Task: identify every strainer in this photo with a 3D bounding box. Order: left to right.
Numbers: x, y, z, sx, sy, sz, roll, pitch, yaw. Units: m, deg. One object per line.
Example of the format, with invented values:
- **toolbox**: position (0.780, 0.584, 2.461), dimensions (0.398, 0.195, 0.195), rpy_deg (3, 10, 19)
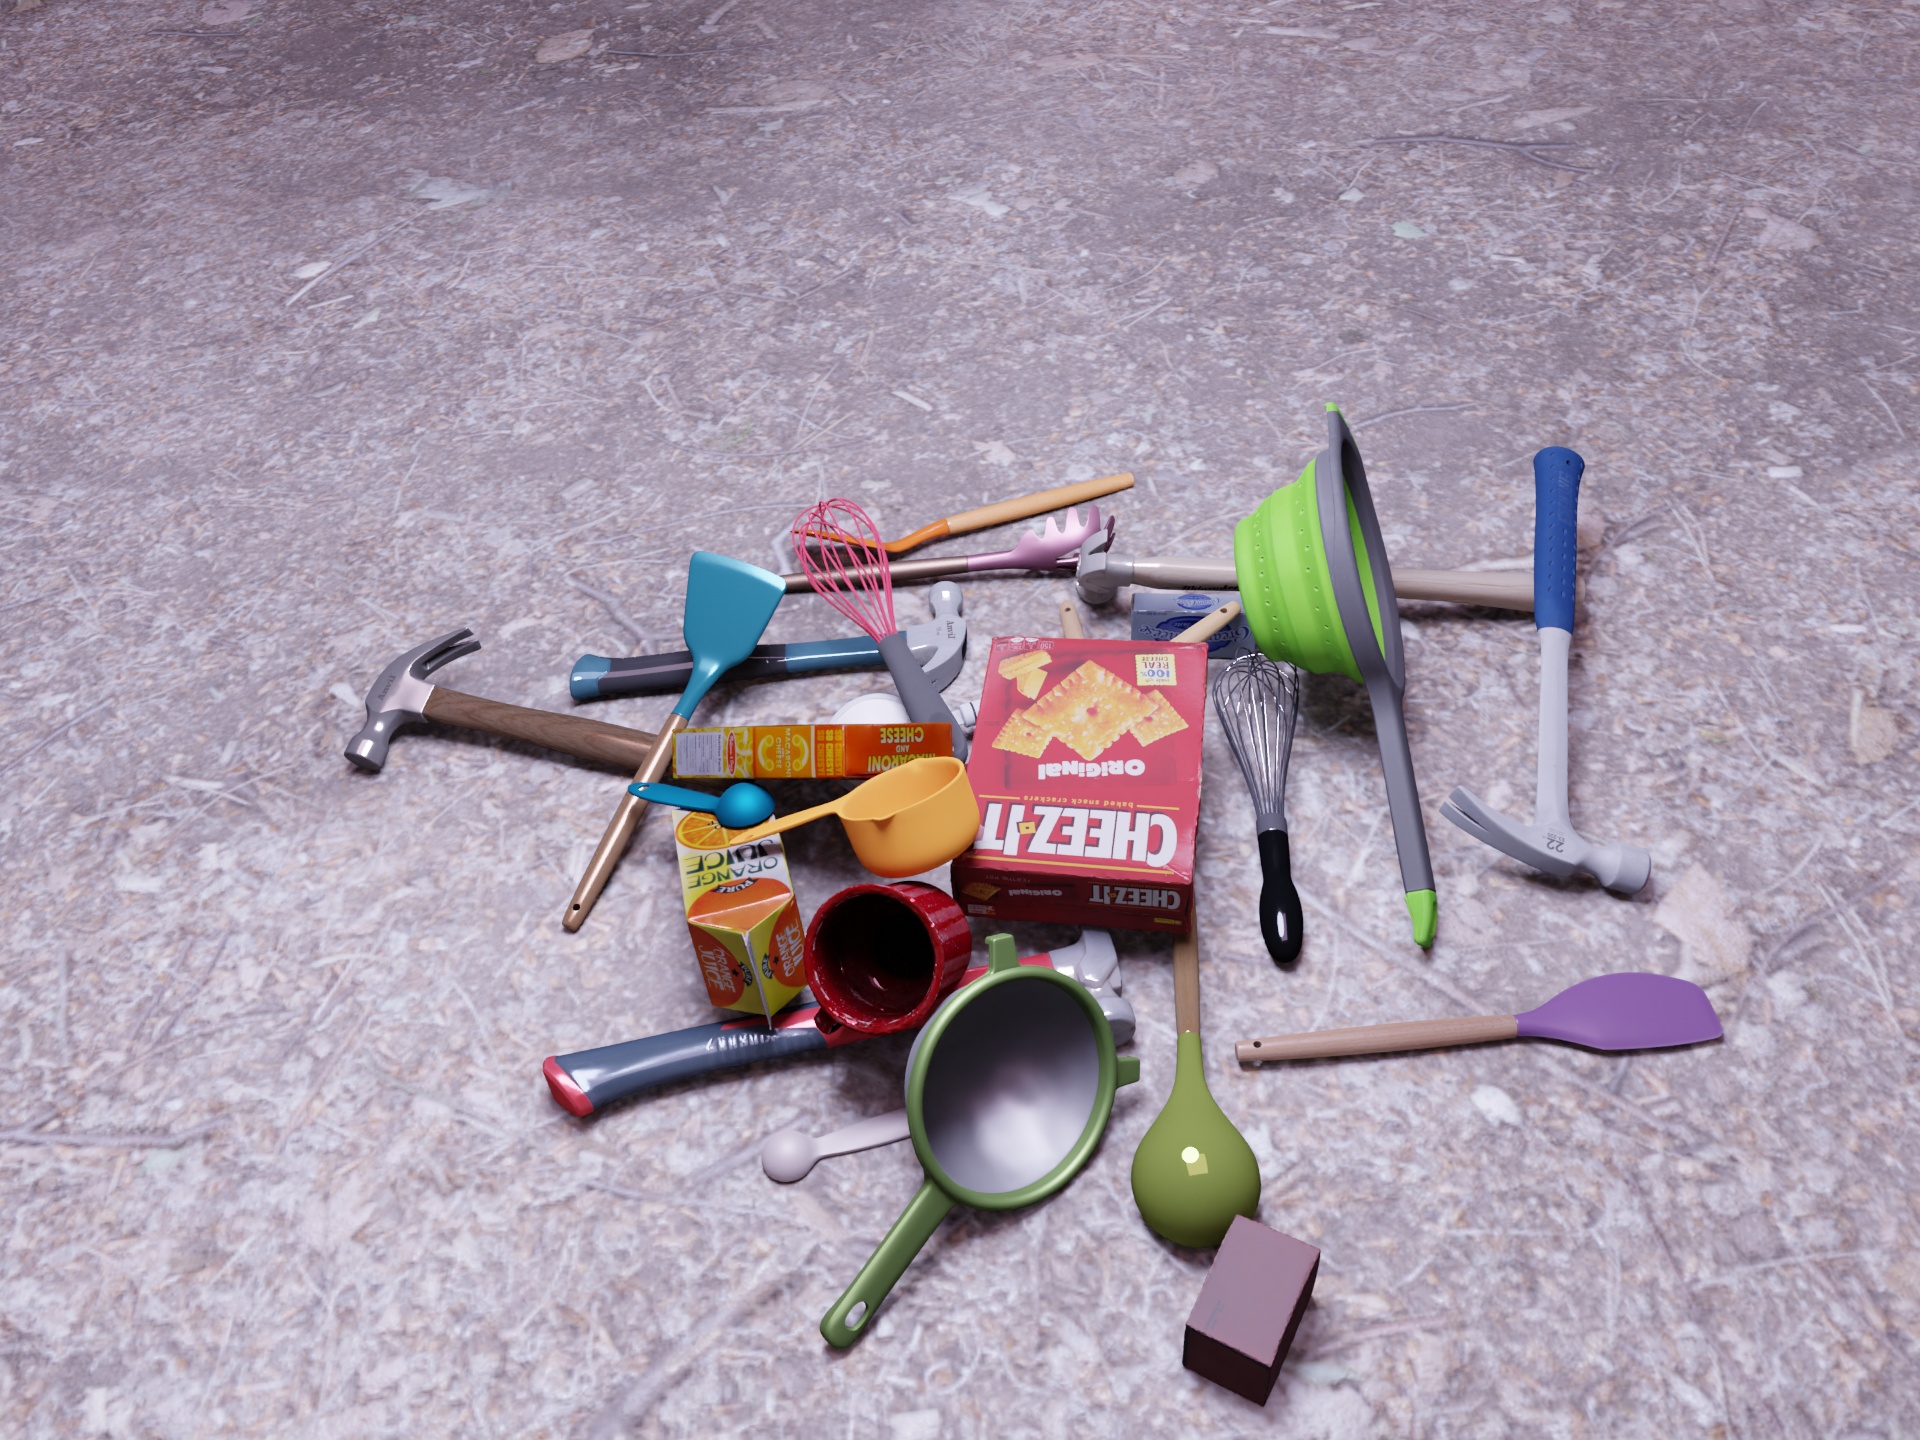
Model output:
- **strainer**: position (-0.012, 0.261, 0.975), dimensions (0.256, 0.151, 0.069), rpy_deg (-52, 27, -16)
- **strainer**: position (-0.002, -0.004, 1.247), dimensions (0.258, 0.050, 0.087), rpy_deg (-17, 68, -9)

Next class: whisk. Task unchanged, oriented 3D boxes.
- **whisk**: position (-0.061, -0.074, 1.252), dimensions (0.073, 0.073, 0.296), rpy_deg (-19, 55, -14)
- **whisk**: position (0.228, 0.054, 1.173), dimensions (0.070, 0.070, 0.285), rpy_deg (-1, 50, 4)

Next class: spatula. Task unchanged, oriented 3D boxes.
- **spatula**: position (-0.229, 0.014, 1.213), dimensions (0.082, 0.044, 0.318), rpy_deg (19, 63, 8)
- **spatula**: position (0.008, -0.191, 1.441), dimensions (0.322, 0.041, 0.081), rpy_deg (-16, 11, -14)
- **spatula**: position (0.336, 0.200, 1.042), dimensions (0.316, 0.018, 0.060), rpy_deg (-6, 44, -2)

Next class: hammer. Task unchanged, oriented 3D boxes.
- **hammer**: position (-0.319, 0.007, 1.270), dimensions (0.331, 0.031, 0.130), rpy_deg (12, 64, 12)
- **hammer**: position (-0.158, -0.051, 1.326), dimensions (0.331, 0.033, 0.128), rpy_deg (-6, 44, 0)
- **hammer**: position (-0.086, 0.191, 1.076), dimensions (0.386, 0.038, 0.143), rpy_deg (-11, 44, -6)
- **hammer**: position (0.302, -0.116, 1.298), dimensions (0.410, 0.146, 0.038), rpy_deg (3, 85, 2)
- **hammer**: position (0.450, -0.060, 1.219), dimensions (0.144, 0.035, 0.406), rpy_deg (16, 55, 0)

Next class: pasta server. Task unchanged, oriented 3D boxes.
- **pasta server**: position (-0.020, -0.140, 1.397), dimensions (0.316, 0.060, 0.040), rpy_deg (-6, 53, 6)

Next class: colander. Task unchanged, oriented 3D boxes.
- **colander**: position (0.268, -0.028, 1.156), dimensions (0.094, 0.204, 0.397), rpy_deg (-13, 71, 22)

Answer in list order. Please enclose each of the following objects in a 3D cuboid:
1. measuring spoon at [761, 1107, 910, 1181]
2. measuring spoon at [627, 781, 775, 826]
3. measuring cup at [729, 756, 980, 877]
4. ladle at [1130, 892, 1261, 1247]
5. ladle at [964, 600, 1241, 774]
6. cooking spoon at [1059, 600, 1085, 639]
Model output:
- **measuring spoon**: position (-0.067, 0.262, 1.016), dimensions (0.124, 0.018, 0.034), rpy_deg (-14, 46, -10)
- **measuring spoon**: position (-0.190, 0.050, 1.137), dimensions (0.129, 0.021, 0.042), rpy_deg (8, 33, 29)
- **measuring cup**: position (-0.069, 0.077, 1.053), dimensions (0.173, 0.052, 0.095), rpy_deg (-17, 17, 18)
- **ladle**: position (0.151, 0.198, 1.053), dimensions (0.078, 0.062, 0.320), rpy_deg (-4, 38, 9)
- **ladle**: position (0.098, -0.004, 1.225), dimensions (0.315, 0.031, 0.069), rpy_deg (-35, 55, -17)
- **cooking spoon**: position (0.110, 0.012, 1.248), dimensions (0.069, 0.017, 0.319), rpy_deg (-18, 44, 8)
